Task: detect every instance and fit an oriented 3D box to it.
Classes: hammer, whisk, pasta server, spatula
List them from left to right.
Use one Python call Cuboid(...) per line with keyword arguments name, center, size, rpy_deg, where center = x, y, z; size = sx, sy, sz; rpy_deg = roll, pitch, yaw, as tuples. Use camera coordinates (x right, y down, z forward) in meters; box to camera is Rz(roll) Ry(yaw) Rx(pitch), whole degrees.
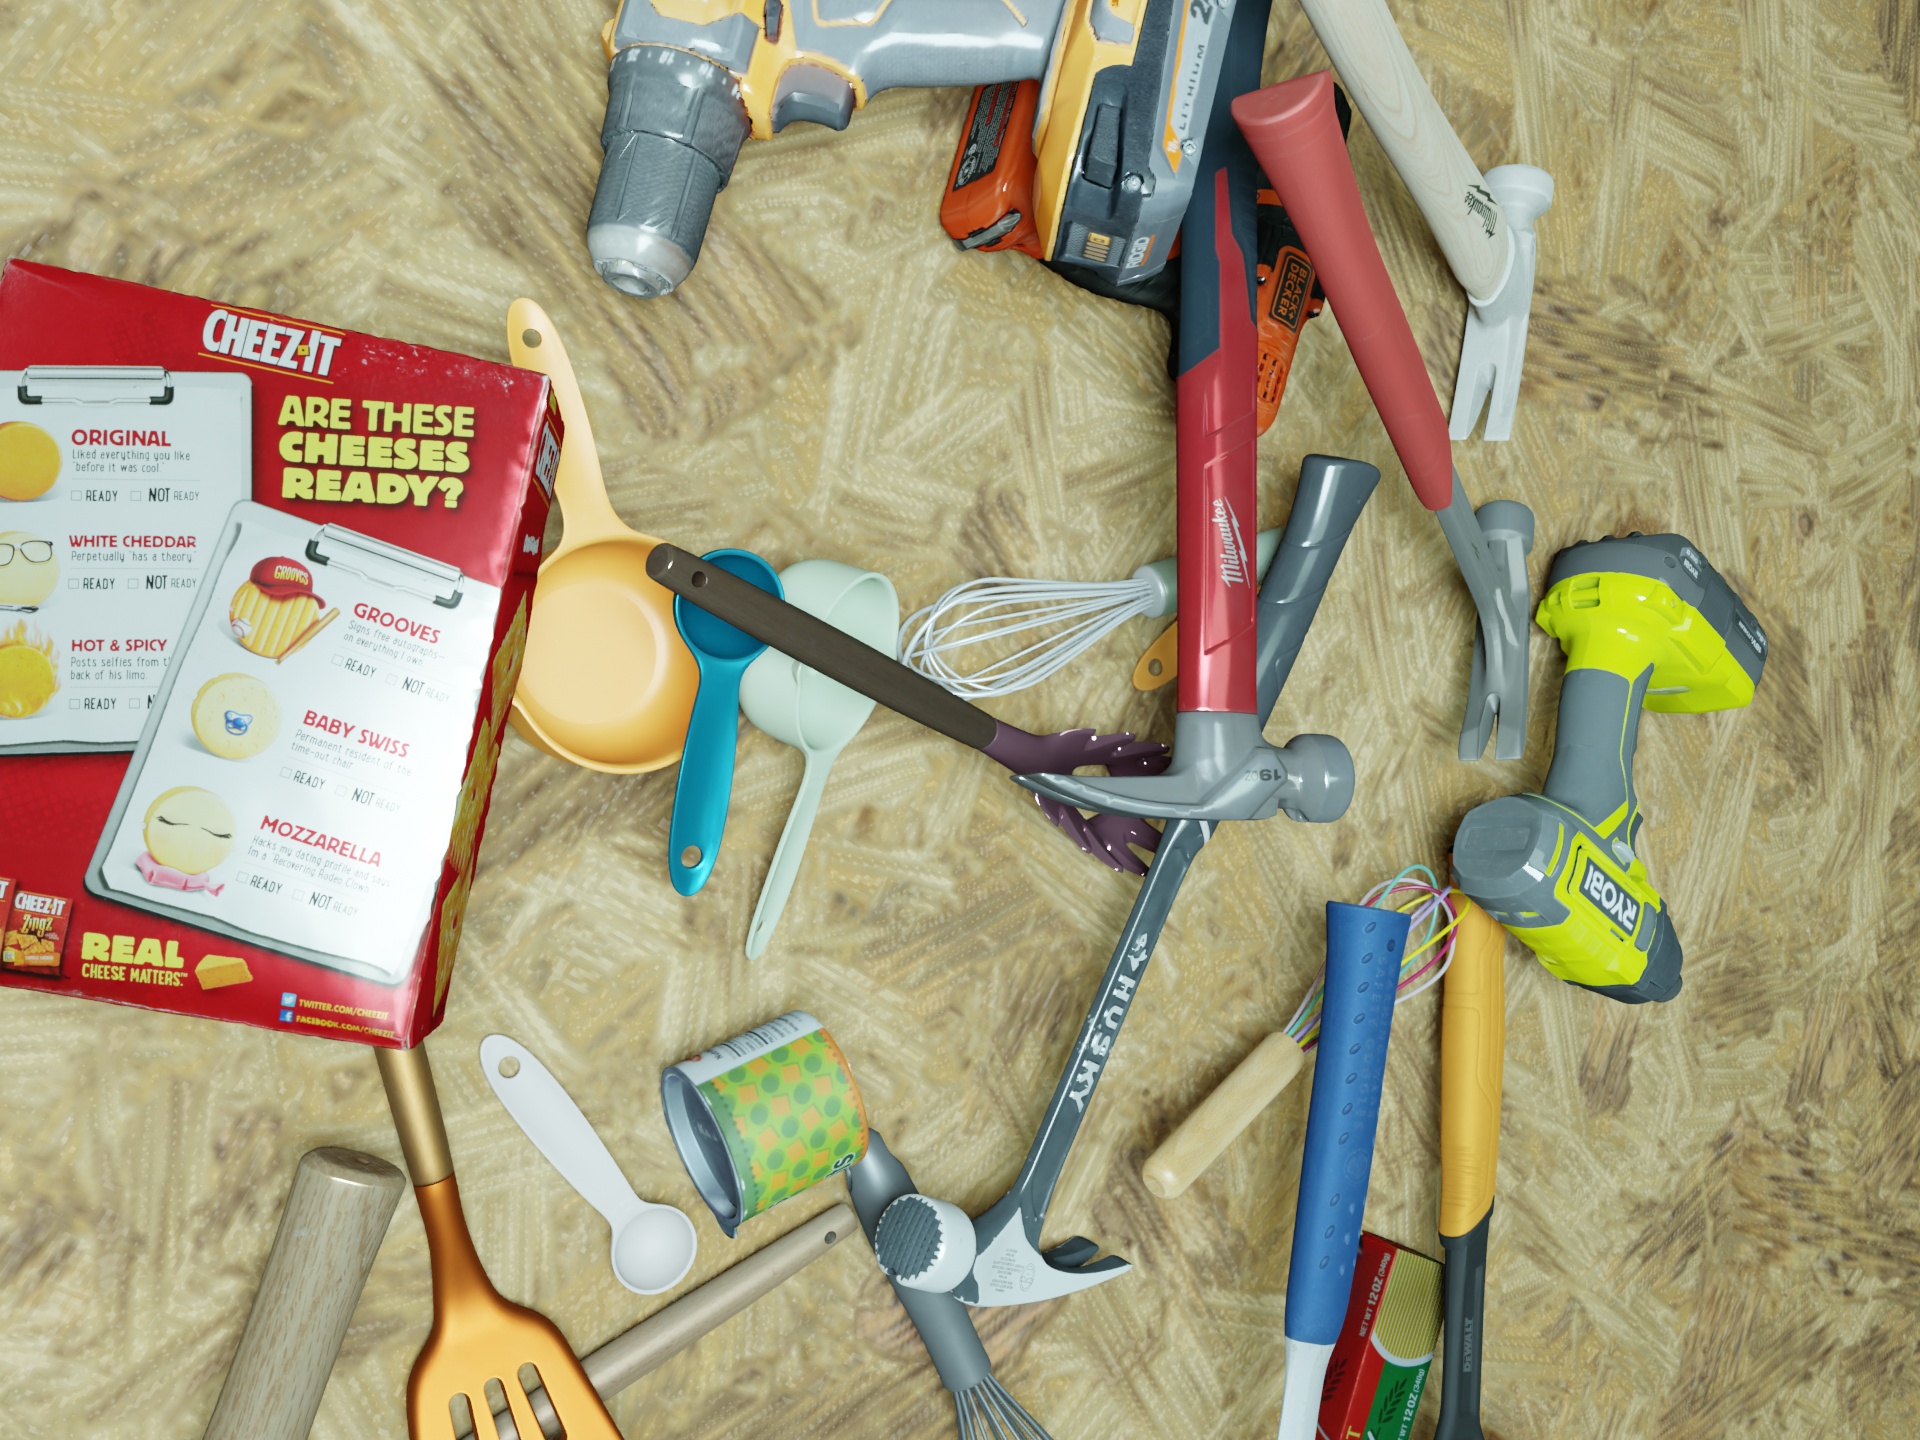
Cuboid(name="hammer", center=(-0.255, 0.305, 0.526), size=(0.130, 0.031, 0.331), rpy_deg=(22, 85, -27))
Cuboid(name="spatula", center=(-0.193, 0.143, 0.571), size=(0.081, 0.041, 0.322), rpy_deg=(-16, 98, -27))
Cuboid(name="spatula", center=(-0.173, 0.268, 0.597), size=(0.316, 0.018, 0.059), rpy_deg=(-26, 104, -26))
Cuboid(name="pasta server", center=(-0.001, -0.002, 0.628), size=(0.316, 0.040, 0.060), rpy_deg=(28, 82, -49))
Cuboid(name="whisk", center=(0.002, 0.279, 0.687), size=(0.055, 0.055, 0.239), rpy_deg=(-28, 100, -27))
Cuboid(name="whisk", center=(0.079, -0.055, 0.718), size=(0.246, 0.058, 0.059), rpy_deg=(-18, 135, -28))
Cuboid(name="hammer", center=(0.097, 0.063, 0.701), size=(0.149, 0.036, 0.409), rpy_deg=(35, 77, -48))
Cuboid(name="hammer", center=(0.093, -0.152, 0.656), size=(0.143, 0.038, 0.386), rpy_deg=(3, 85, -21))
Cuboid(name="hammer", center=(0.157, 0.285, 0.705), size=(0.144, 0.035, 0.405), rpy_deg=(13, 84, -29))
Cuboid(name="whisk", center=(0.170, 0.143, 0.756), size=(0.245, 0.047, 0.051), rpy_deg=(-34, 128, -34))
Cuboid(name="hammer", center=(0.186, -0.254, 0.679), size=(0.410, 0.038, 0.146), rpy_deg=(22, 77, -56))
Cuboid(name="hammer", center=(0.198, -0.129, 0.702), size=(0.358, 0.037, 0.149), rpy_deg=(47, 48, -46))
Cuboid(name="hammer", center=(0.252, 0.228, 0.808), size=(0.127, 0.034, 0.337), rpy_deg=(14, 76, -33))

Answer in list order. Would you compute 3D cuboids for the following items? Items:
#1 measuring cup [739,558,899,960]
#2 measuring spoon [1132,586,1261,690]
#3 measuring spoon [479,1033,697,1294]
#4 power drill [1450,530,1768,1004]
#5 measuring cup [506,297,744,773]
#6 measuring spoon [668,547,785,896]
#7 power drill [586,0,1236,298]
Cuboid(name="measuring cup", center=(-0.072, 0.015, 0.638), size=(0.083, 0.038, 0.167), rpy_deg=(-10, 121, -66))
Cuboid(name="measuring spoon", center=(0.122, -0.053, 0.767), size=(0.117, 0.011, 0.021), rpy_deg=(-42, 103, -19))
Cuboid(name="measuring spoon", center=(-0.147, 0.170, 0.616), size=(0.034, 0.018, 0.124), rpy_deg=(-39, 103, -24))
Cuboid(name="power drill", center=(0.351, 0.029, 0.843), size=(0.171, 0.080, 0.223), rpy_deg=(36, 67, -30))
Cuboid(name="measuring cup", center=(-0.143, -0.065, 0.589), size=(0.095, 0.052, 0.173), rpy_deg=(-19, 99, -28))
Cuboid(name="measuring spoon", center=(-0.094, 0.000, 0.582), size=(0.042, 0.021, 0.128), rpy_deg=(6, 97, -30))
Cuboid(name="power drill", center=(-0.023, -0.230, 0.599), size=(0.226, 0.084, 0.185), rpy_deg=(14, 81, 0))
